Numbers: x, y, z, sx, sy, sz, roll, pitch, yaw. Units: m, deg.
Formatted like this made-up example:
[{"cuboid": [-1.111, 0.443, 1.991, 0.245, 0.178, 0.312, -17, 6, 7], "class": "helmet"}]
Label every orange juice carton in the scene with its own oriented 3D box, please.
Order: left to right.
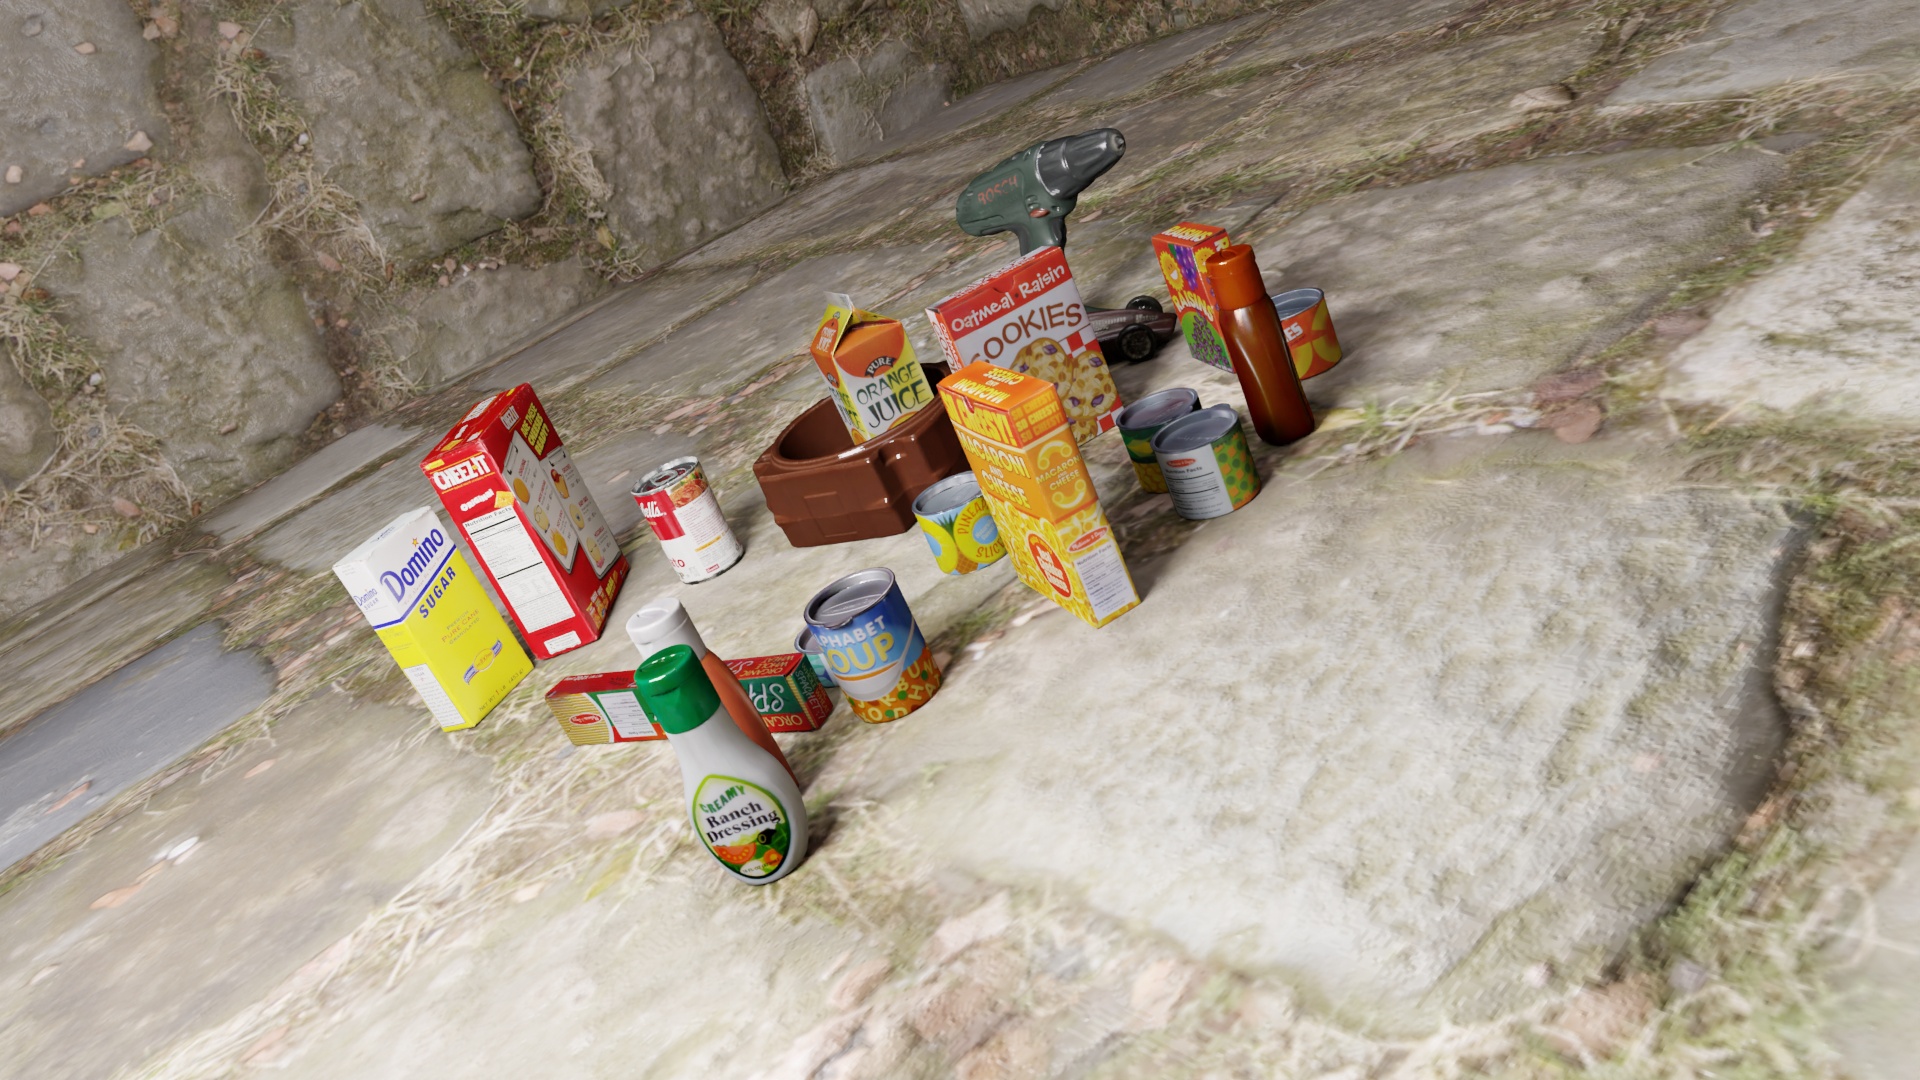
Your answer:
[{"cuboid": [-0.074, -0.139, 1.264, 0.073, 0.192, 0.072, -30, 23, -13], "class": "orange juice carton"}]

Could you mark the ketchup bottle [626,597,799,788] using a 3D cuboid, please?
[{"cuboid": [-0.158, 0.105, 0.868, 0.064, 0.148, 0.044, -5, 29, 39], "class": "ketchup bottle"}]

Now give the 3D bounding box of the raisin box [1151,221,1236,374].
[{"cuboid": [0.221, -0.217, 1.234, 0.040, 0.123, 0.086, -27, 23, -7], "class": "raisin box"}]

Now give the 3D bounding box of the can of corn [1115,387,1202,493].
[{"cuboid": [0.162, -0.077, 1.069, 0.071, 0.058, 0.071, -21, 23, 9], "class": "can of corn"}]

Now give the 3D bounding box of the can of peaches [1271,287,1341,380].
[{"cuboid": [0.278, -0.170, 1.160, 0.071, 0.058, 0.071, -21, 23, 9], "class": "can of peaches"}]

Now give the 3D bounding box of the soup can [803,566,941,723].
[{"cuboid": [-0.059, 0.072, 0.928, 0.071, 0.083, 0.071, -21, 23, 9], "class": "soup can"}]

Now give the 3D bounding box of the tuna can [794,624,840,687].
[{"cuboid": [-0.086, 0.075, 1.014, 0.071, 0.032, 0.071, -20, 23, 9], "class": "tuna can"}]

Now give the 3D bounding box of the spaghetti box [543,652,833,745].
[{"cuboid": [-0.202, 0.118, 1.012, 0.249, 0.050, 0.029, -9, 27, 33], "class": "spaghetti box"}]

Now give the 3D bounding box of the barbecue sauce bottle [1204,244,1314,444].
[{"cuboid": [0.224, -0.148, 1.048, 0.043, 0.148, 0.065, -23, 22, 4], "class": "barbecue sauce bottle"}]

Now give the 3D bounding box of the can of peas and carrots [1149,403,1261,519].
[{"cuboid": [0.180, -0.057, 1.008, 0.071, 0.058, 0.071, -21, 23, 9], "class": "can of peas and carrots"}]

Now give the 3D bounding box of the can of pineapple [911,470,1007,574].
[{"cuboid": [0.004, -0.014, 1.087, 0.071, 0.057, 0.071, -21, 23, 9], "class": "can of pineapple"}]

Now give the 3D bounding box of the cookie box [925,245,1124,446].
[{"cuboid": [0.059, -0.151, 1.192, 0.123, 0.167, 0.040, -30, 23, -14], "class": "cookie box"}]

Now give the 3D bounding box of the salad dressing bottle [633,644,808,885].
[{"cuboid": [-0.138, 0.129, 0.798, 0.064, 0.147, 0.044, -21, 23, 9], "class": "salad dressing bottle"}]

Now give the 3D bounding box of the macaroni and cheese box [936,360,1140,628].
[{"cuboid": [0.051, -0.033, 0.943, 0.040, 0.166, 0.124, -30, 23, -13], "class": "macaroni and cheese box"}]
